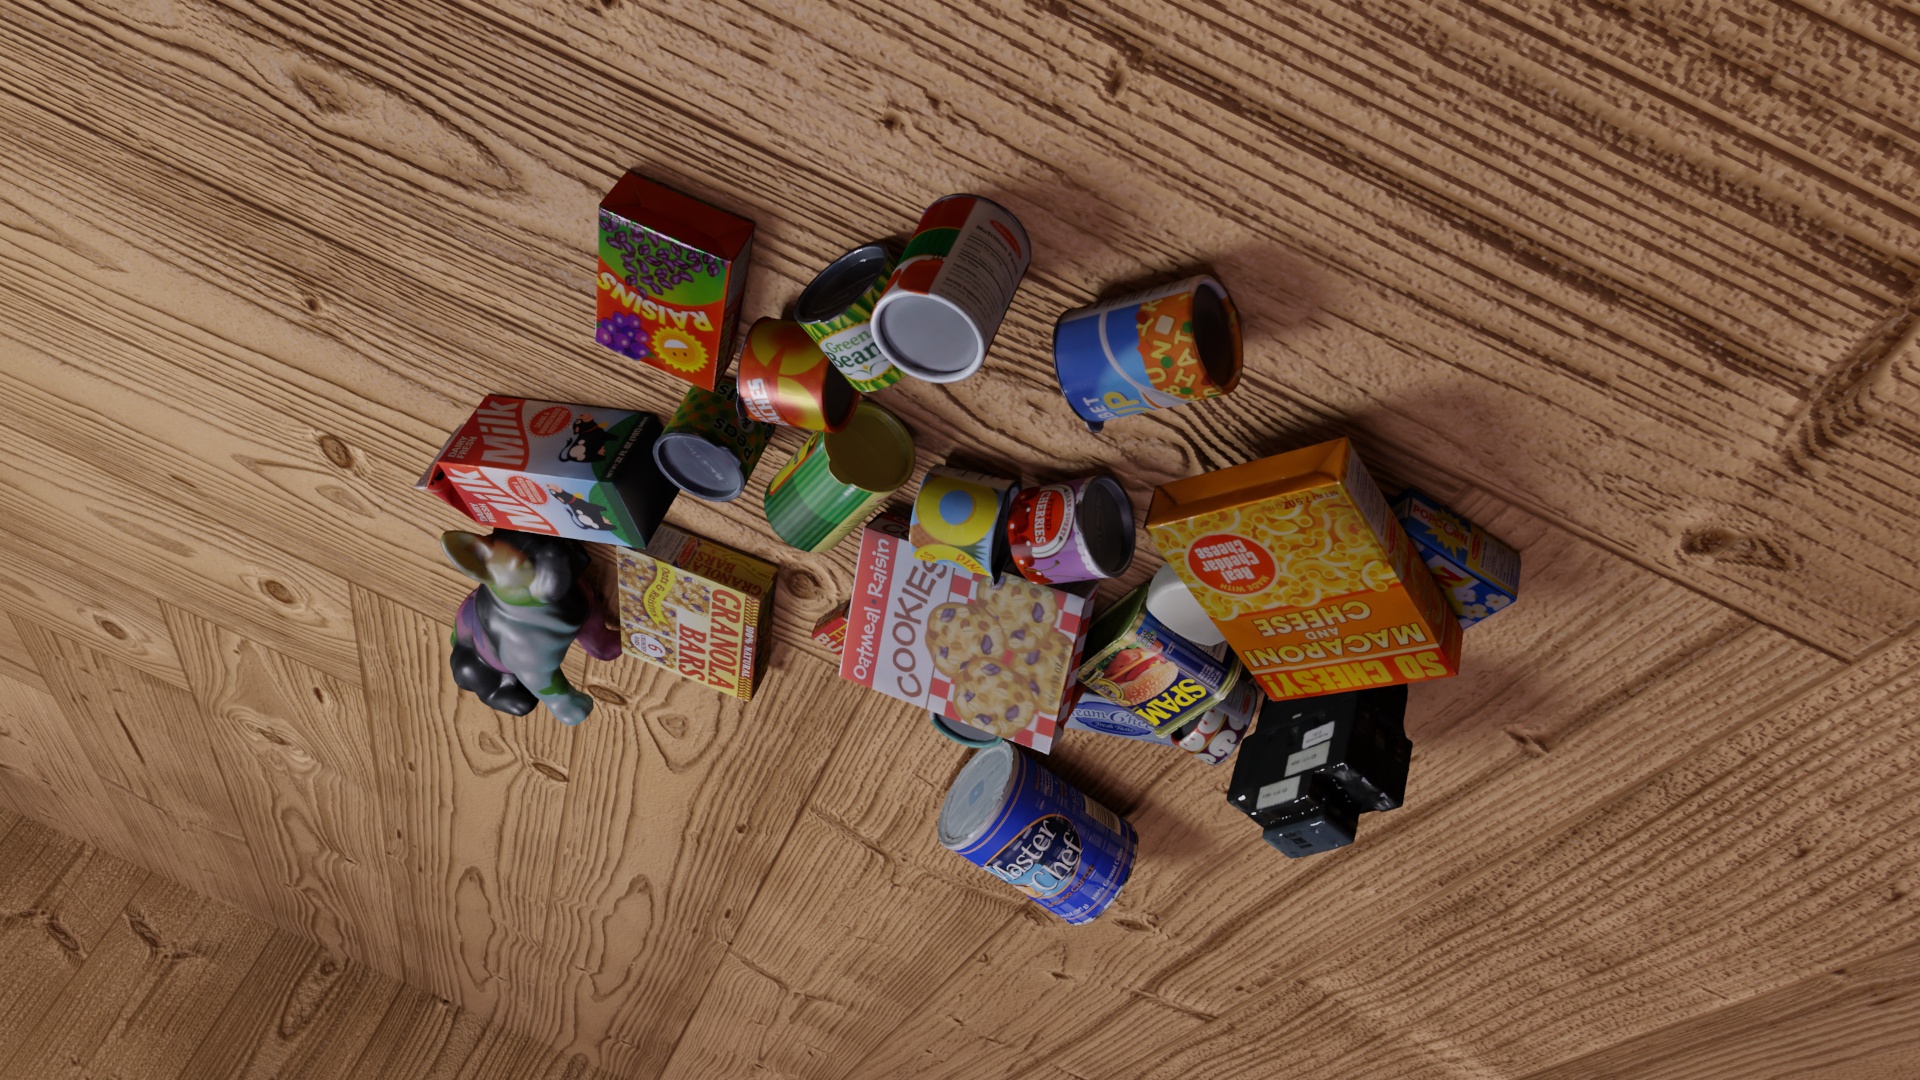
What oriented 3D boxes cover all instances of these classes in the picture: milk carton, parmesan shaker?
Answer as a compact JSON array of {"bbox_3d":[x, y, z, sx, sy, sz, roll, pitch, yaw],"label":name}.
[{"bbox_3d":[-0.311,-0.054,1.032,0.190,0.073,0.073,8,141,19],"label":"milk carton"},{"bbox_3d":[-0.085,-0.039,0.931,0.071,0.072,0.102,34,143,-14],"label":"parmesan shaker"}]

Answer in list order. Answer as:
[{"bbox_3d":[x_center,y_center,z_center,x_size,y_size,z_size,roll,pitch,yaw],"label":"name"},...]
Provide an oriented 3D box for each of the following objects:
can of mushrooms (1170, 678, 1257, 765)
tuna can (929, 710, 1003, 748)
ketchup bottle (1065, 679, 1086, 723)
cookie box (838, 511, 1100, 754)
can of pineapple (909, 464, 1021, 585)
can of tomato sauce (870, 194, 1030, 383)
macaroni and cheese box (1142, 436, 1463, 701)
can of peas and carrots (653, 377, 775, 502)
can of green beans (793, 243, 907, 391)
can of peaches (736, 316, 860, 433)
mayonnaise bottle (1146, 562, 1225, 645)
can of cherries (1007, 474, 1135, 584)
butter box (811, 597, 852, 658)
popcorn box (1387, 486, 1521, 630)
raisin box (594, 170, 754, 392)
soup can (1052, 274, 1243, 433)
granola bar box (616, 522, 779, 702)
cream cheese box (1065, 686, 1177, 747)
[{"bbox_3d":[0.181,0.127,1.003,0.033,0.071,0.070,29,143,-7],"label":"can of mushrooms"},{"bbox_3d":[0.011,0.140,1.138,0.071,0.033,0.070,15,143,12],"label":"tuna can"},{"bbox_3d":[0.024,0.080,1.035,0.149,0.065,0.043,29,131,6],"label":"ketchup bottle"},{"bbox_3d":[0.003,0.063,0.982,0.167,0.040,0.122,18,113,17],"label":"cookie box"},{"bbox_3d":[0.003,-0.012,0.921,0.058,0.071,0.070,13,143,14],"label":"can of pineapple"},{"bbox_3d":[-0.006,-0.136,0.758,0.071,0.083,0.070,14,142,11],"label":"can of tomato sauce"},{"bbox_3d":[0.204,0.022,0.815,0.123,0.040,0.166,-14,129,37],"label":"macaroni and cheese box"},{"bbox_3d":[-0.165,-0.070,0.945,0.071,0.059,0.070,14,142,11],"label":"can of peas and carrots"},{"bbox_3d":[-0.053,-0.129,0.806,0.071,0.071,0.057,-11,132,37],"label":"can of green beans"},{"bbox_3d":[-0.099,-0.101,0.862,0.058,0.071,0.071,10,142,15],"label":"can of peaches"},{"bbox_3d":[0.182,0.016,0.886,0.065,0.041,0.147,31,142,-11],"label":"mayonnaise bottle"},{"bbox_3d":[0.070,-0.007,0.892,0.058,0.072,0.071,-8,134,36],"label":"can of cherries"},{"bbox_3d":[-0.064,0.089,1.120,0.103,0.024,0.053,36,141,-18],"label":"butter box"},{"bbox_3d":[0.268,0.029,0.858,0.085,0.038,0.126,30,143,-11],"label":"popcorn box"},{"bbox_3d":[-0.179,-0.157,0.860,0.086,0.040,0.122,22,144,-1],"label":"raisin box"},{"bbox_3d":[0.103,-0.101,0.756,0.083,0.072,0.071,-9,133,36],"label":"soup can"},{"bbox_3d":[-0.219,0.058,1.152,0.124,0.039,0.164,21,143,3],"label":"granola bar box"},{"bbox_3d":[0.119,0.128,1.073,0.104,0.024,0.053,8,140,19],"label":"cream cheese box"}]
